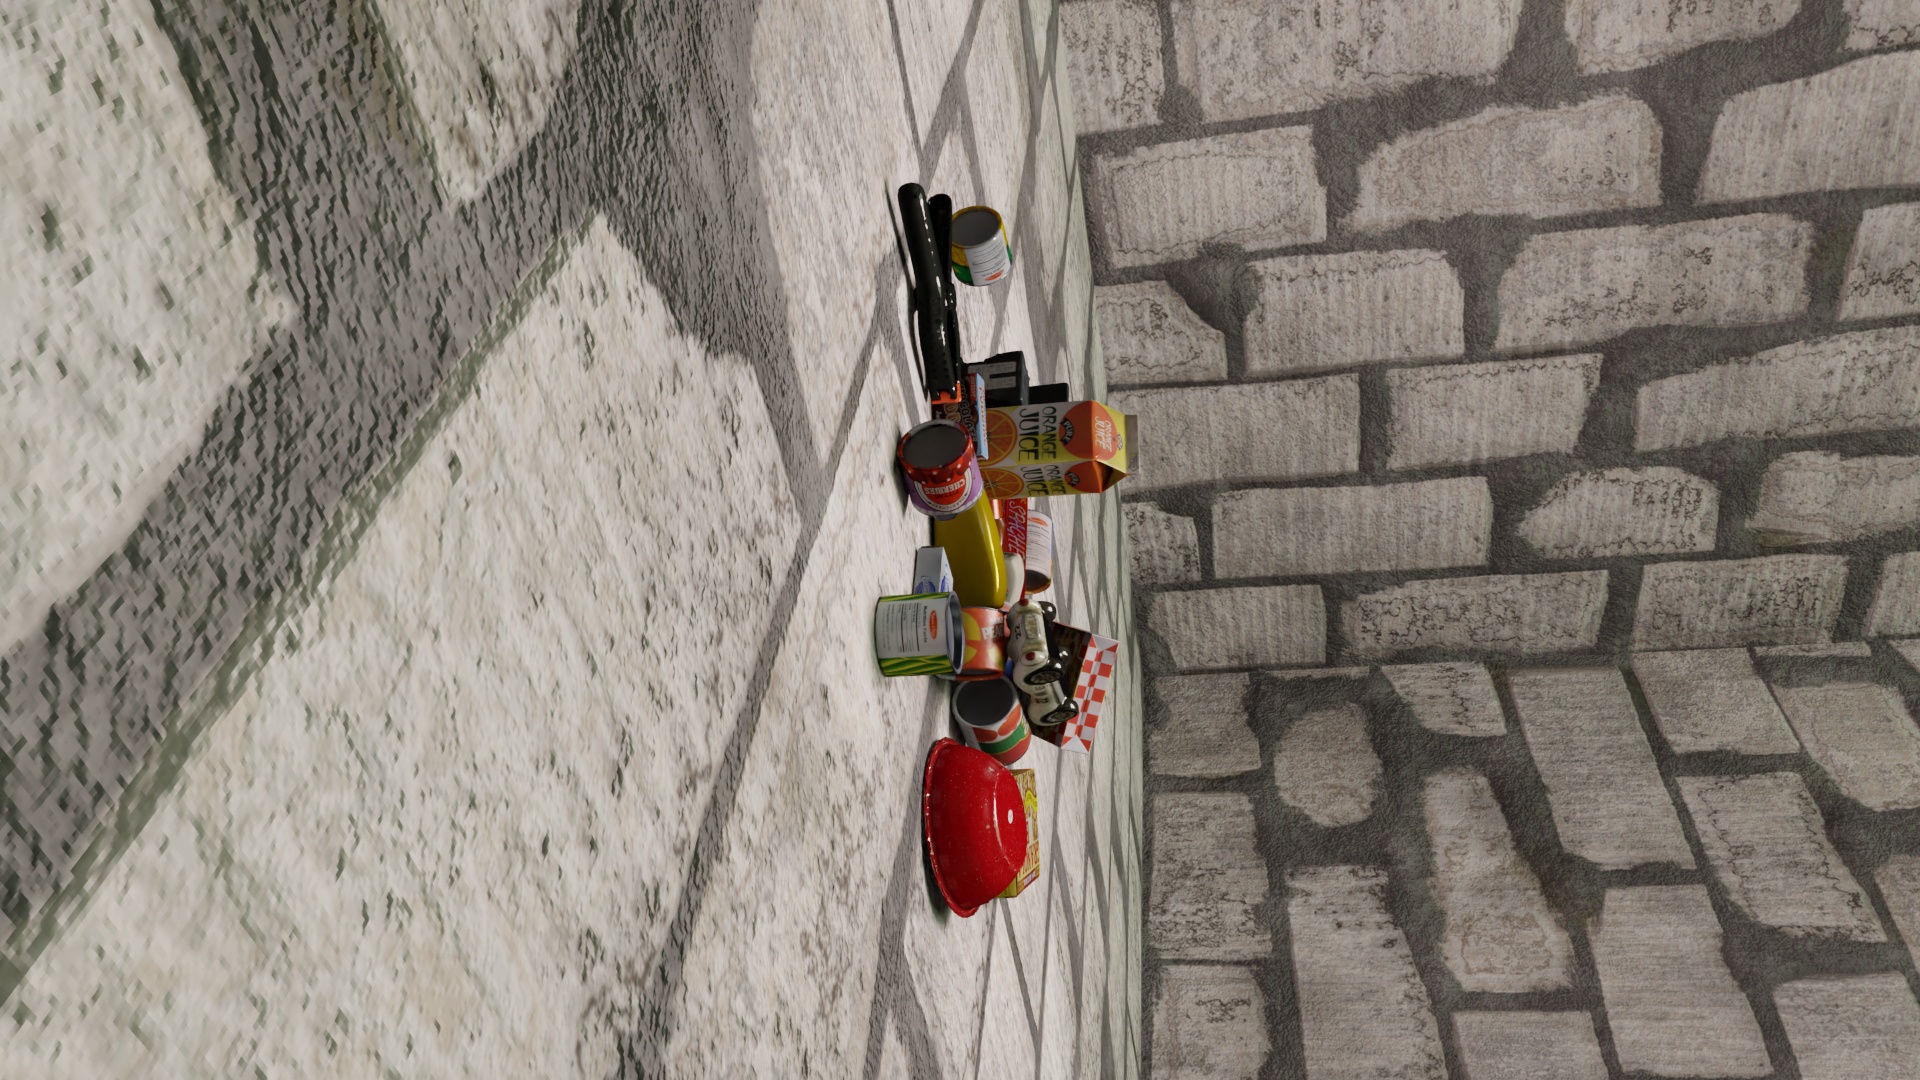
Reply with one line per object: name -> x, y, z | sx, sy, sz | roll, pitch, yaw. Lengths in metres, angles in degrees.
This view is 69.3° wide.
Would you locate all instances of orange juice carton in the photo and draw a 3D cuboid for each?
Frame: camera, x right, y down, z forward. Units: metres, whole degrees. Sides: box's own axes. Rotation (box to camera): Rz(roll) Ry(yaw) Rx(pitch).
orange juice carton -> 0.088, -0.093, 1.429 | 0.072, 0.193, 0.072 | 65, 24, -61

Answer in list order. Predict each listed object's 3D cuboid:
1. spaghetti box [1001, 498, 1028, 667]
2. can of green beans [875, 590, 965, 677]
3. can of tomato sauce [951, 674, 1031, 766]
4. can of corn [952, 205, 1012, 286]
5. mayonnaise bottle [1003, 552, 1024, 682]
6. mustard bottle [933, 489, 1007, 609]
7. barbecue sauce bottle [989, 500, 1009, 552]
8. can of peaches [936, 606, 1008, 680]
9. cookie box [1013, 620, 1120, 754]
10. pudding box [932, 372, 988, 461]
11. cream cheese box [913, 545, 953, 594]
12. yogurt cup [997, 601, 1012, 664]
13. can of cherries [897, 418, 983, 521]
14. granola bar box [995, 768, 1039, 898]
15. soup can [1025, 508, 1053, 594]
spaghetti box -> 0.054, 0.032, 1.593 | 0.050, 0.029, 0.251 | 123, -24, -52
can of green beans -> -0.032, 0.075, 1.101 | 0.071, 0.058, 0.071 | -6, 92, -79
can of tomato sauce -> 0.032, 0.174, 1.367 | 0.082, 0.071, 0.071 | 71, 19, -53
can of corn -> 0.017, -0.318, 1.490 | 0.058, 0.071, 0.071 | 70, 19, -55
mayonnaise bottle -> 0.035, 0.087, 1.442 | 0.041, 0.065, 0.147 | -33, 122, -69
mustard bottle -> 0.005, -0.011, 1.318 | 0.049, 0.065, 0.160 | 18, 65, -74
barbecue sauce bottle -> 0.031, 0.013, 1.492 | 0.065, 0.043, 0.148 | -22, 107, -79
can of peaches -> 0.010, 0.096, 1.279 | 0.071, 0.071, 0.058 | 55, 34, -70
cookie box -> 0.101, 0.151, 1.500 | 0.167, 0.040, 0.123 | 12, -94, 66
pudding box -> 0.000, -0.118, 1.359 | 0.030, 0.049, 0.084 | 31, 55, -75
cream cheese box -> -0.025, 0.061, 1.230 | 0.053, 0.024, 0.104 | 74, 16, -52
yogurt cup -> 0.023, 0.093, 1.368 | 0.072, 0.072, 0.054 | 68, 29, -58
can of cherries -> -0.017, -0.061, 1.204 | 0.058, 0.071, 0.072 | 75, 15, -44
granola bar box -> 0.055, 0.315, 1.513 | 0.165, 0.039, 0.124 | 29, 58, -77
soup can -> 0.077, 0.016, 1.677 | 0.071, 0.071, 0.084 | 70, 20, -55
